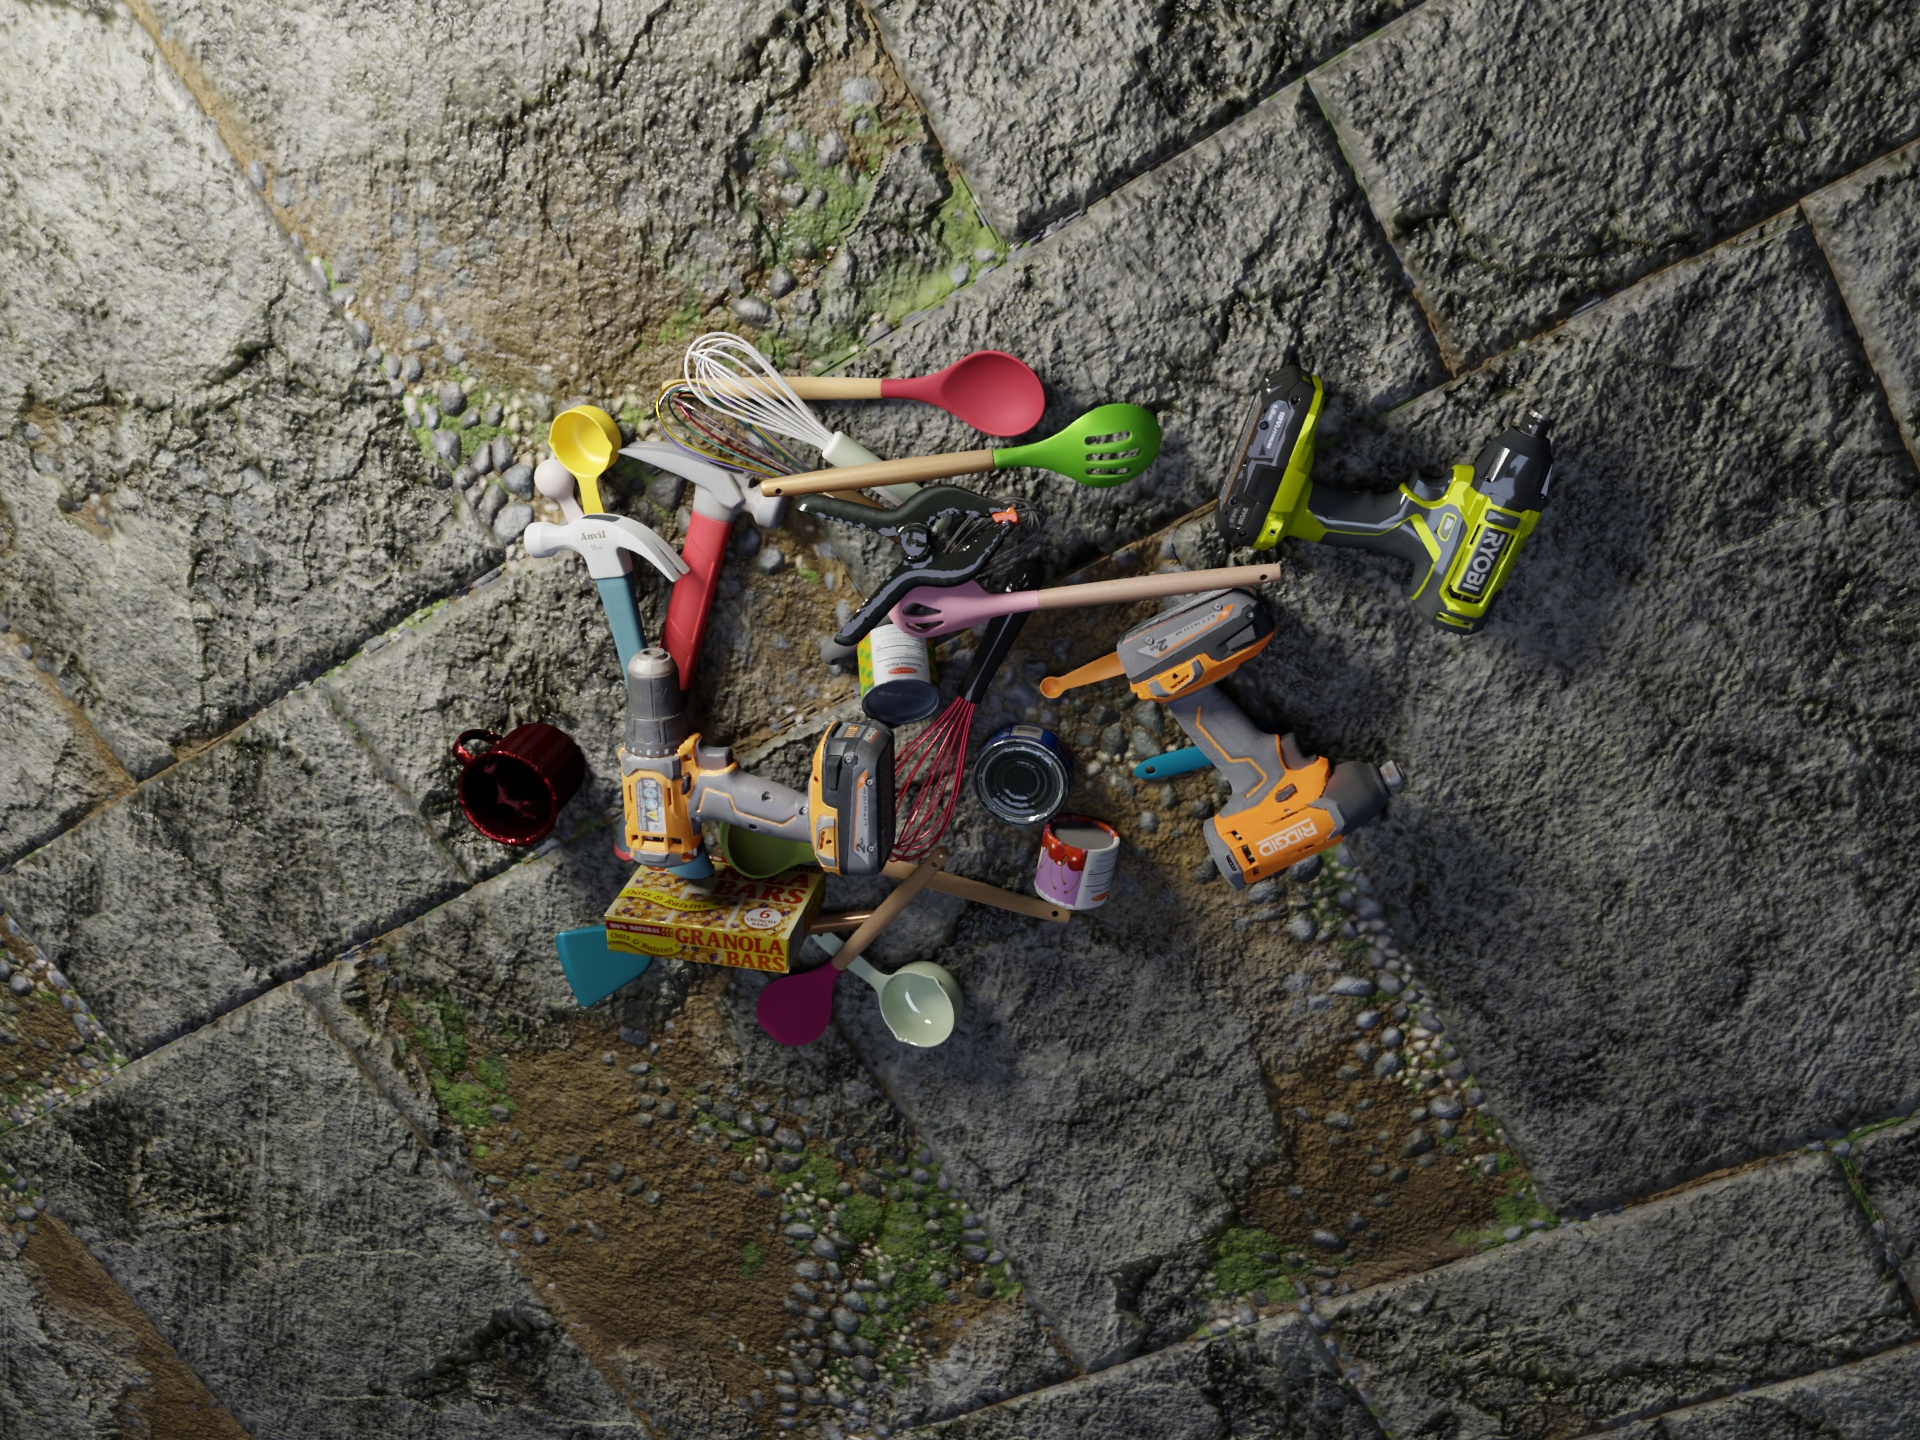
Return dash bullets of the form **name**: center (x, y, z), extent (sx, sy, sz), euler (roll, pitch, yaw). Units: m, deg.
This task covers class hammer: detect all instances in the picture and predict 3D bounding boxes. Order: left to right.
- **hammer**: center (-0.268, -0.015, 1.354), extent (0.128, 0.033, 0.330), euler (-5, 111, 17)
- **hammer**: center (-0.262, -0.049, 1.377), extent (0.143, 0.038, 0.386), euler (21, 116, 3)

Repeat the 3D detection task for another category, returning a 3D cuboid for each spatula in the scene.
- **spatula**: center (-0.219, 0.206, 1.474), extent (0.317, 0.044, 0.082), euler (-9, 111, 16)

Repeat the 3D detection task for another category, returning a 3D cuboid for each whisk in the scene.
- **whisk**: center (-0.130, -0.202, 1.275), extent (0.245, 0.047, 0.051), euler (28, 135, -11)
- **whisk**: center (-0.108, -0.221, 1.250), extent (0.246, 0.058, 0.059), euler (33, 80, -18)
- **whisk**: center (-0.028, -0.110, 1.300), extent (0.239, 0.055, 0.055), euler (-33, 104, 26)
- **whisk**: center (-0.002, -0.004, 1.335), extent (0.073, 0.073, 0.295), euler (27, 110, -1)

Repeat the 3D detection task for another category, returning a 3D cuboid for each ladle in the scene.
- **ladle**: center (-0.086, -0.261, 1.256), extent (0.315, 0.031, 0.069), euler (3, 121, 12)
- **ladle**: center (-0.057, 0.133, 1.408), extent (0.320, 0.062, 0.078), euler (15, 91, 1)

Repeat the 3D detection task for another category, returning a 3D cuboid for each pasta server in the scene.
- **pasta server**: center (0.089, -0.101, 1.237), extent (0.316, 0.040, 0.060), euler (-6, 124, 13)

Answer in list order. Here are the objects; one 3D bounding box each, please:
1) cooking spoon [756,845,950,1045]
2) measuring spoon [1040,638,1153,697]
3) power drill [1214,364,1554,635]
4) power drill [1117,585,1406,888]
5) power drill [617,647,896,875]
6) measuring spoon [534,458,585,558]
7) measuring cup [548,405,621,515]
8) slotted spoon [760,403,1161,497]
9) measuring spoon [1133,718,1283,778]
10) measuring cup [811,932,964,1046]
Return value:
- **cooking spoon**: center (-0.098, 0.207, 1.439), extent (0.069, 0.017, 0.318), euler (41, 127, -1)
- **measuring spoon**: center (0.121, -0.046, 1.320), extent (0.117, 0.011, 0.021), euler (-21, 112, 15)
- **power drill**: center (0.317, -0.175, 1.188), extent (0.223, 0.080, 0.171), euler (17, 116, -1)
- **power drill**: center (0.239, 0.005, 1.262), extent (0.164, 0.084, 0.226), euler (-27, 99, 15)
- **power drill**: center (-0.171, 0.035, 1.301), extent (0.226, 0.084, 0.185), euler (4, 112, 10)
- **measuring spoon**: center (-0.325, -0.163, 1.350), extent (0.034, 0.018, 0.124), euler (-19, 109, 18)
- **measuring cup**: center (-0.301, -0.188, 1.331), extent (0.062, 0.029, 0.156), euler (7, 122, 21)
- **slotted spoon**: center (0.000, -0.197, 1.232), extent (0.314, 0.031, 0.070), euler (-6, 126, 3)
- **measuring spoon**: center (0.206, 0.032, 1.327), extent (0.128, 0.021, 0.042), euler (-15, 110, 15)
- **measuring cup**: center (-0.069, 0.232, 1.470), extent (0.168, 0.038, 0.083), euler (35, 119, 13)
